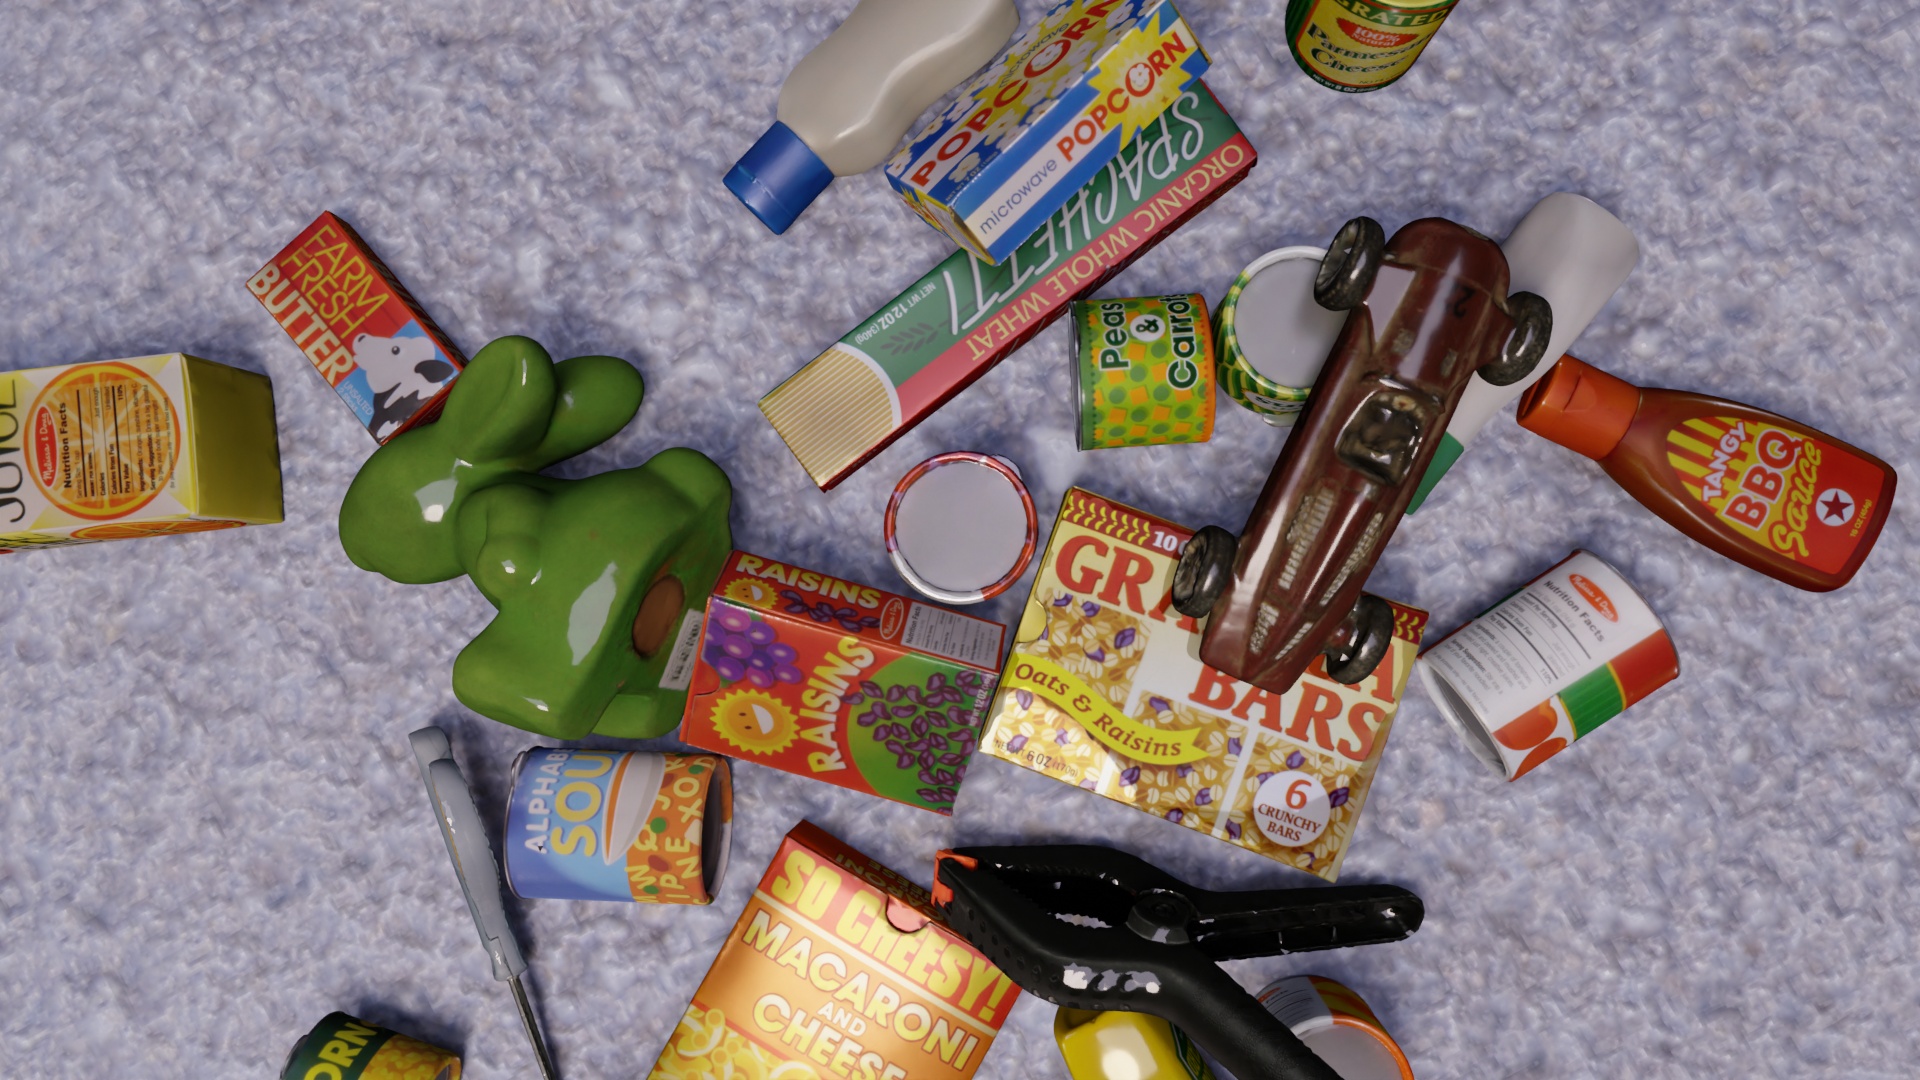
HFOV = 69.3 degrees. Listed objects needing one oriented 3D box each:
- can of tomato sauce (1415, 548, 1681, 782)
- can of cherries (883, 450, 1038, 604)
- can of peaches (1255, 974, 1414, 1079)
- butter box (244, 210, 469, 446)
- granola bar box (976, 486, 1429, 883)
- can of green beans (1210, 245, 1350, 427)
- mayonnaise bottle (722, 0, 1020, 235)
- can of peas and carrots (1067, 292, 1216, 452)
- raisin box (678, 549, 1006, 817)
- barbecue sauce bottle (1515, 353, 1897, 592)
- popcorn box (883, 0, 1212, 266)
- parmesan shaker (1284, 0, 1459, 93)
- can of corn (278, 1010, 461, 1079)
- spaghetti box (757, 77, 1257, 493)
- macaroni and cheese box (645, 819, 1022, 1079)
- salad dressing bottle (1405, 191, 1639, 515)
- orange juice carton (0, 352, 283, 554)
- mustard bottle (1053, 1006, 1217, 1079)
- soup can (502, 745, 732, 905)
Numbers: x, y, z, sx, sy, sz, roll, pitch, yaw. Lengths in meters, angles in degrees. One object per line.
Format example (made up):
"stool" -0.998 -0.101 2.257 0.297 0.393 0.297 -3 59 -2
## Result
"can of tomato sauce" 0.249 0.055 0.593 0.083 0.071 0.071 -33 87 2
"can of cherries" 0.002 -0.008 0.610 0.071 0.058 0.071 0 88 3
"can of peaches" 0.156 0.228 0.593 0.071 0.058 0.071 0 87 3
"butter box" -0.277 -0.097 0.645 0.053 0.024 0.103 -41 86 1
"granola bar box" 0.104 0.061 0.612 0.166 0.039 0.124 20 89 3
"can of green beans" 0.144 -0.090 0.607 0.071 0.058 0.071 0 88 3
"mayonnaise bottle" -0.044 -0.203 0.627 0.148 0.041 0.065 -46 65 2
"can of peas and carrots" 0.078 -0.075 0.603 0.059 0.071 0.071 -4 88 2
"raisin box" -0.051 0.062 0.595 0.123 0.040 0.085 16 124 -2
"barbecue sauce bottle" 0.319 -0.035 0.603 0.148 0.043 0.065 26 90 4
"popcorn box" 0.034 -0.182 0.601 0.126 0.085 0.038 -43 122 1
"parmesan shaker" 0.181 -0.237 0.588 0.071 0.103 0.071 0 88 4
"can of corn" -0.261 0.247 0.607 0.058 0.071 0.071 18 89 2
"spaghetti box" 0.022 -0.116 0.629 0.250 0.028 0.050 -37 87 1
"macaroni and cheese box" -0.062 0.228 0.613 0.124 0.040 0.166 30 90 3
"salad dressing bottle" 0.228 -0.079 0.603 0.044 0.064 0.147 35 98 -16
"orange juice carton" -0.419 -0.034 0.626 0.193 0.072 0.073 -6 87 2
"mustard bottle" 0.100 0.261 0.594 0.049 0.065 0.160 -34 92 7
"soup can" -0.148 0.123 0.606 0.084 0.071 0.071 1 88 2
